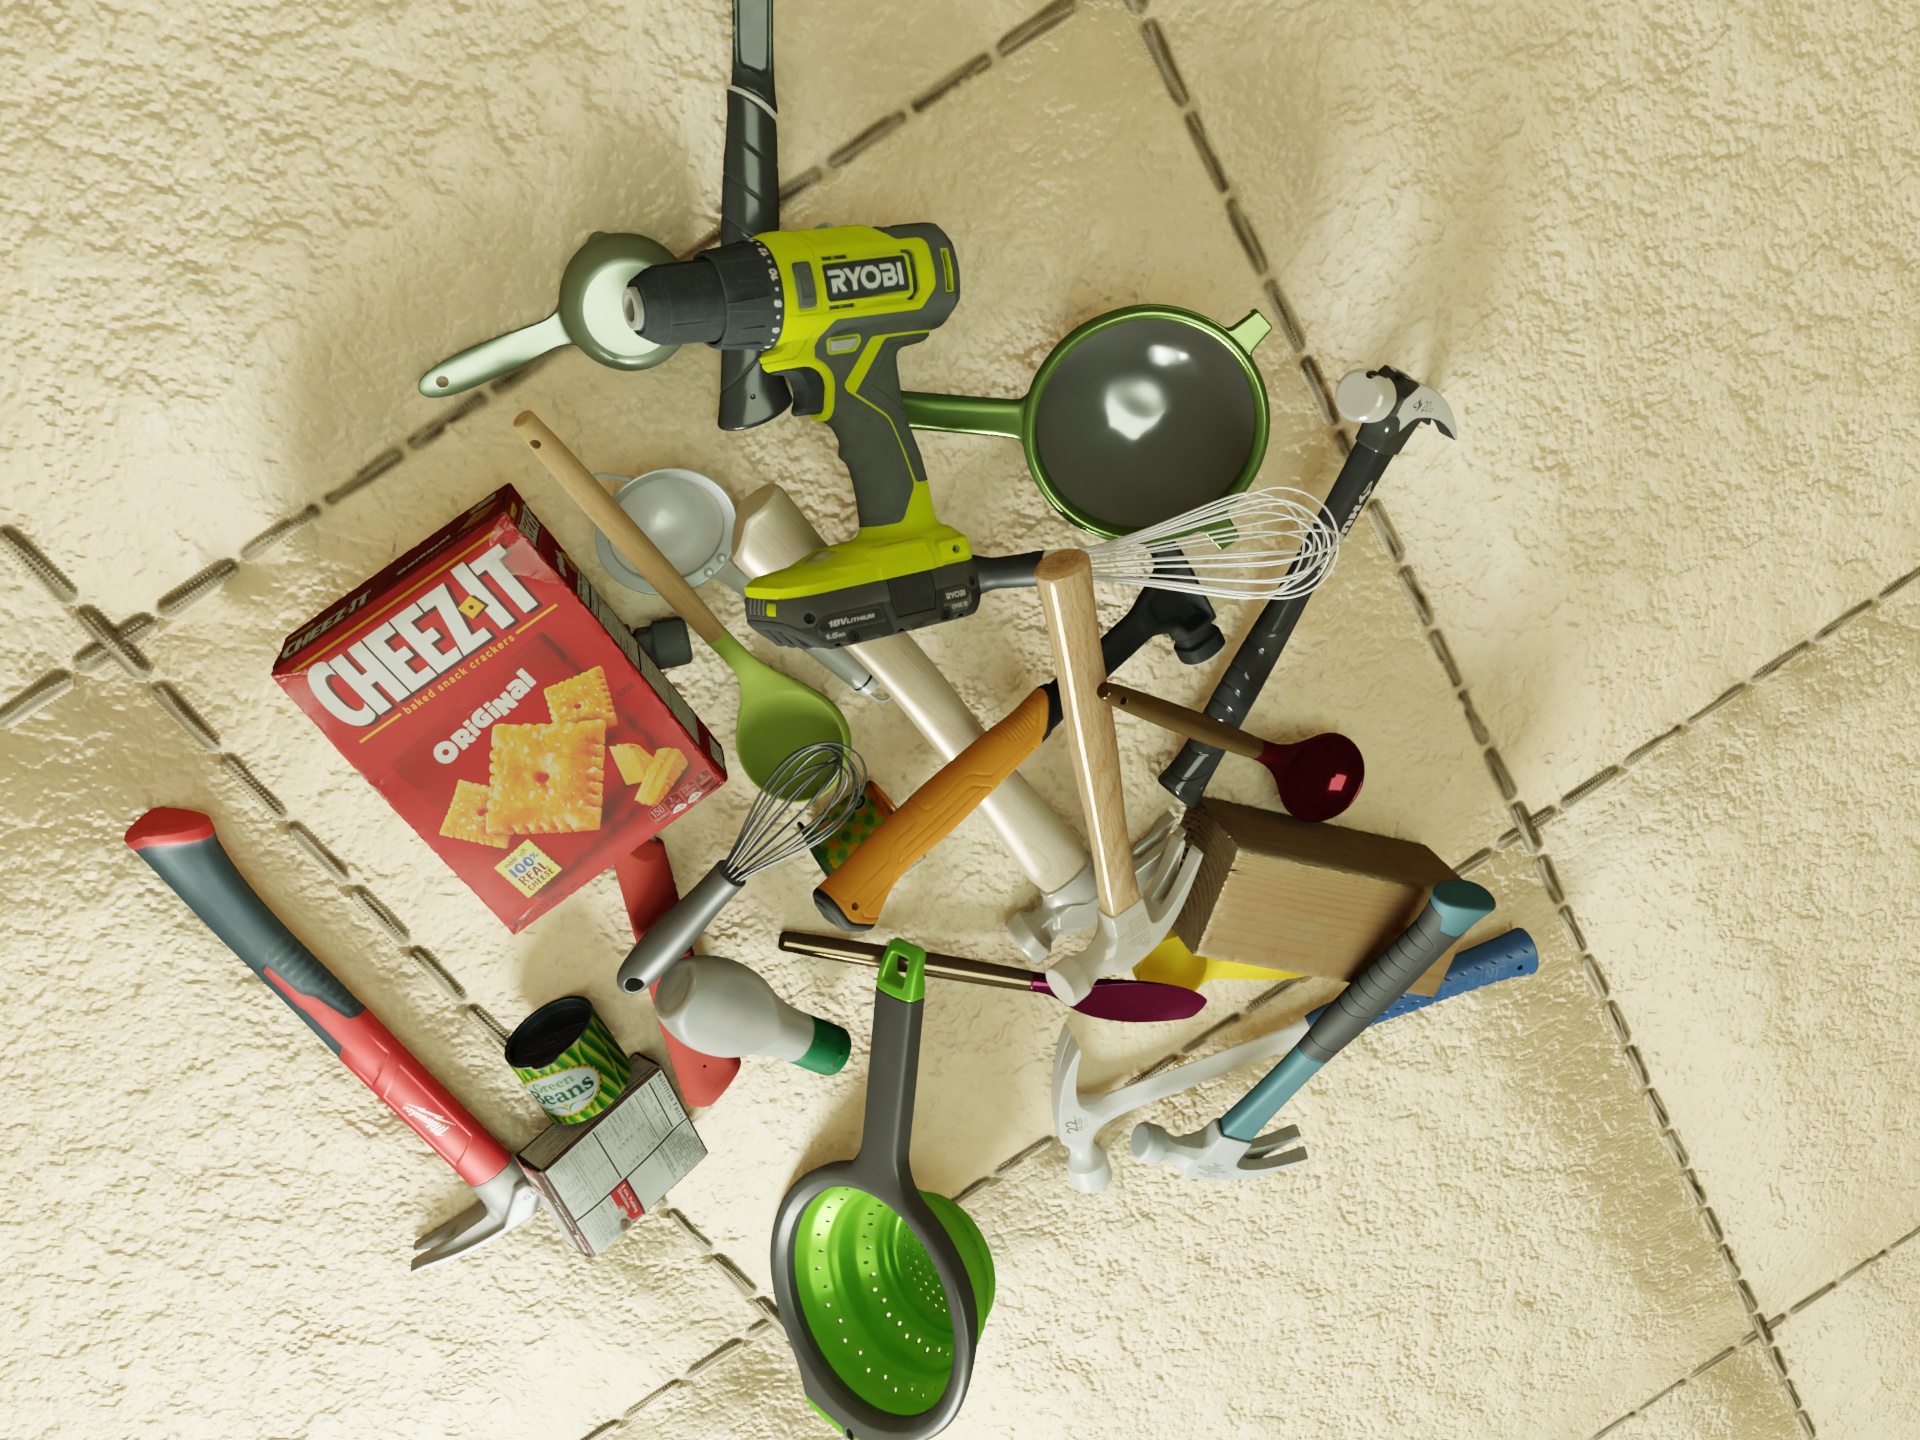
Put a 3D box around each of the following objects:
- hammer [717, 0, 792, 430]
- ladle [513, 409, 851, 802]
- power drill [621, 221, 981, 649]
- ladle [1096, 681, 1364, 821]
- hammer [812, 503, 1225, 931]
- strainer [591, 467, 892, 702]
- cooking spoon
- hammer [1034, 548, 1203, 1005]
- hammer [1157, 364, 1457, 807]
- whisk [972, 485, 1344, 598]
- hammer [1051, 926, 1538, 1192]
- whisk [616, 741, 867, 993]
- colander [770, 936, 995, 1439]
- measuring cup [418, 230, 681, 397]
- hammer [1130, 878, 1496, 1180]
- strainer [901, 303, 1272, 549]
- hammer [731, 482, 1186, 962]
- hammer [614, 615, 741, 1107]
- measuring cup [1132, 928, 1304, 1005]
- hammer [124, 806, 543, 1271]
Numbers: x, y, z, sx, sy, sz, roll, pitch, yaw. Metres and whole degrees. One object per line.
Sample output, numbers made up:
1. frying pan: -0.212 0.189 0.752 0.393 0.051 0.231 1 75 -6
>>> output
1. hammer: -0.119 -0.362 0.876 0.149 0.036 0.408 -2 114 -13
2. ladle: -0.162 -0.059 0.944 0.078 0.062 0.319 -18 137 19
3. power drill: -0.081 -0.160 0.894 0.190 0.080 0.228 -16 103 -29
4. ladle: 0.185 0.015 1.068 0.315 0.031 0.069 18 101 -48
5. hammer: 0.032 0.005 1.016 0.337 0.034 0.127 -43 119 -18
6. strainer: -0.133 -0.082 0.995 0.087 0.050 0.258 -44 123 12
7. cooking spoon: 0.026 0.183 1.148 0.318 0.017 0.068 11 144 -12
8. hammer: 0.091 0.035 1.025 0.130 0.031 0.331 -32 131 -24
9. hammer: 0.223 -0.080 1.071 0.146 0.035 0.334 -10 132 -52
10. whisk: 0.092 -0.098 0.978 0.284 0.070 0.070 -3 119 23
11. hammer: 0.262 0.243 1.248 0.405 0.035 0.144 -19 117 -6
12. whisk: -0.145 0.099 1.016 0.055 0.055 0.239 34 113 -26
13. colander: -0.033 0.340 1.167 0.094 0.205 0.397 -10 111 -47
14. measuring cup: -0.231 -0.219 0.906 0.167 0.038 0.083 -25 117 -5
15. hammer: 0.265 0.232 1.159 0.128 0.033 0.331 20 123 -24
16. strainer: 0.061 -0.195 0.993 0.256 0.069 0.151 5 119 2
17. hammer: -0.002 -0.003 1.046 0.146 0.038 0.410 -38 123 2
18. hammer: -0.218 0.109 1.058 0.149 0.037 0.358 -14 116 -9
19. measuring cup: 0.203 0.182 1.211 0.156 0.029 0.062 1 113 -18
20. hammer: -0.415 0.213 1.050 0.143 0.038 0.386 -32 118 2
